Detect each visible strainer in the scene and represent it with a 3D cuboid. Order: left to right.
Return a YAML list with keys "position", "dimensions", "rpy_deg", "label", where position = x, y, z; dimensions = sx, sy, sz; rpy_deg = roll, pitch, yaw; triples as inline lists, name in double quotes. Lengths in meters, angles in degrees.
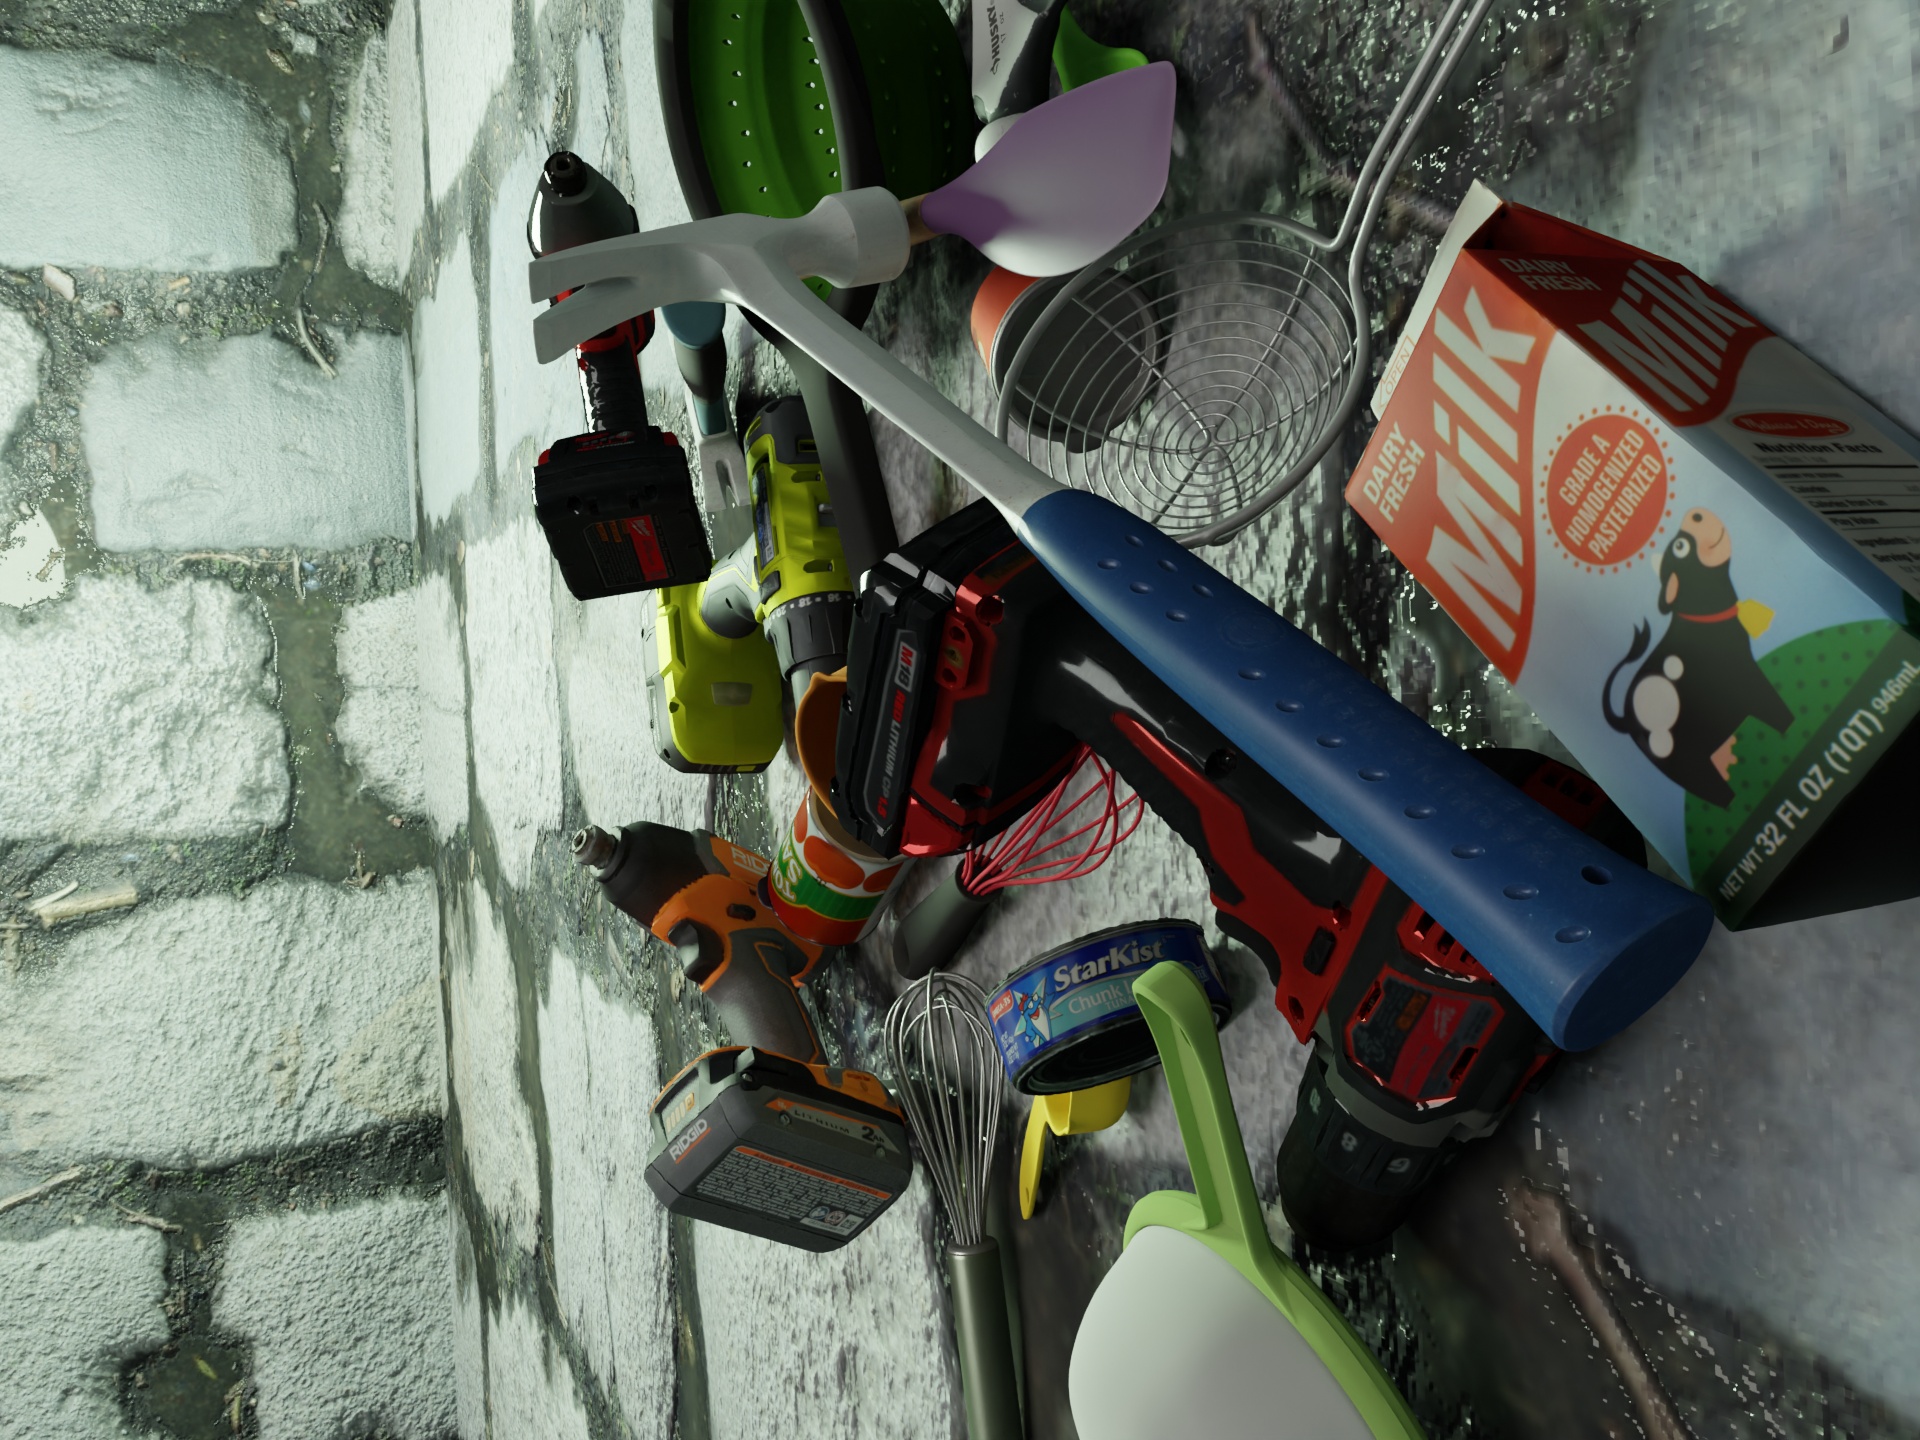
- position: [0.068, 0.186, 0.475]
  dimensions: [0.152, 0.069, 0.256]
  rpy_deg: [29, 142, 53]
  label: "strainer"

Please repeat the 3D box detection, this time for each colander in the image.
- position: [-0.039, -0.203, 0.750]
  dimensions: [0.205, 0.094, 0.397]
  rpy_deg: [15, 122, 61]
  label: "colander"

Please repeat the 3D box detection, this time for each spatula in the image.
- position: [-0.022, -0.185, 0.600]
  dimensions: [0.316, 0.018, 0.060]
  rpy_deg: [12, 97, 57]
  label: "spatula"

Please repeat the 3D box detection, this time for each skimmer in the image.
- position: [0.112, -0.192, 0.422]
  dimensions: [0.363, 0.090, 0.127]
  rpy_deg: [117, 142, -45]
  label: "skimmer"

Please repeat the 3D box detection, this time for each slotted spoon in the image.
- position: [0.030, -0.312, 0.649]
  dimensions: [0.070, 0.031, 0.314]
  rpy_deg: [124, 137, -51]
  label: "slotted spoon"

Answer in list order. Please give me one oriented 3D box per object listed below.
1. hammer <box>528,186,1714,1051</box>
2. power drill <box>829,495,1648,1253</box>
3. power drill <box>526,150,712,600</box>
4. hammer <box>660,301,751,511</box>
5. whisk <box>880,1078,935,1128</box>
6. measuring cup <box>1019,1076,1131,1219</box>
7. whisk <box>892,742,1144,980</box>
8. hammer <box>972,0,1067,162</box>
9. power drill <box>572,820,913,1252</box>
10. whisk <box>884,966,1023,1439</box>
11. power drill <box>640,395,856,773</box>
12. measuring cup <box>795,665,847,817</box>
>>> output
- position: [0.015, -0.058, 0.432]
  dimensions: [0.406, 0.144, 0.035]
  rpy_deg: [45, 143, 40]
  label: "hammer"
- position: [0.069, 0.049, 0.481]
  dimensions: [0.227, 0.080, 0.187]
  rpy_deg: [34, 136, 24]
  label: "power drill"
- position: [-0.192, -0.188, 0.857]
  dimensions: [0.143, 0.078, 0.220]
  rpy_deg: [95, 165, -68]
  label: "power drill"
- position: [-0.144, -0.194, 0.889]
  dimensions: [0.331, 0.033, 0.128]
  rpy_deg: [-175, 71, -83]
  label: "hammer"
- position: [-0.075, 0.228, 0.901]
  dimensions: [0.239, 0.055, 0.055]
  rpy_deg: [-32, 64, 56]
  label: "whisk"
- position: [0.046, 0.172, 0.678]
  dimensions: [0.156, 0.029, 0.062]
  rpy_deg: [97, 167, -46]
  label: "measuring cup"
- position: [0.014, 0.062, 0.693]
  dimensions: [0.295, 0.073, 0.073]
  rpy_deg: [123, 137, -60]
  label: "whisk"
- position: [0.108, -0.311, 0.443]
  dimensions: [0.409, 0.036, 0.149]
  rpy_deg: [-28, 63, 57]
  label: "hammer"
- position: [-0.119, 0.144, 0.813]
  dimensions: [0.084, 0.164, 0.227]
  rpy_deg: [-46, 38, 18]
  label: "power drill"
- position: [0.004, 0.239, 0.748]
  dimensions: [0.059, 0.058, 0.246]
  rpy_deg: [7, -104, -82]
  label: "whisk"
- position: [-0.109, -0.048, 0.899]
  dimensions: [0.228, 0.080, 0.191]
  rpy_deg: [-36, 58, 57]
  label: "power drill"
- position: [-0.001, -0.002, 0.715]
  dimensions: [0.173, 0.052, 0.095]
  rpy_deg: [-24, 98, 45]
  label: "measuring cup"
